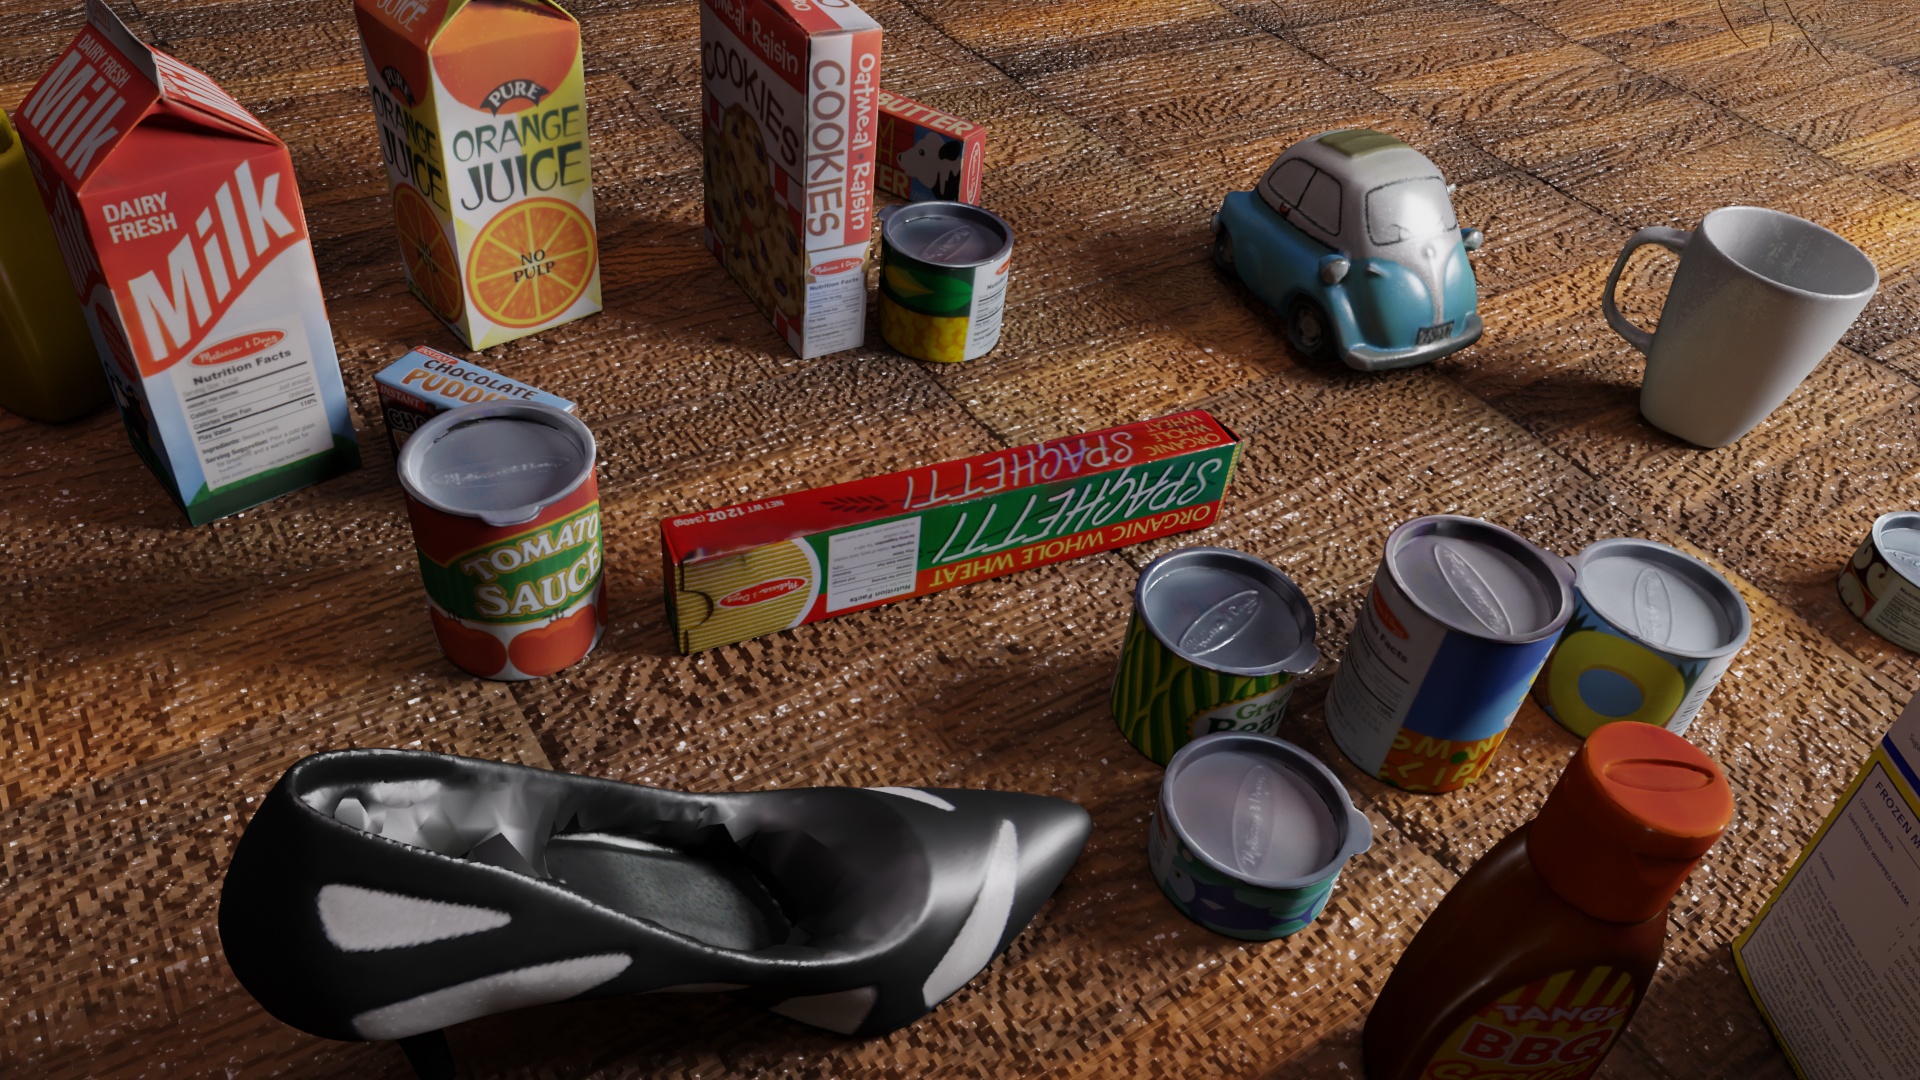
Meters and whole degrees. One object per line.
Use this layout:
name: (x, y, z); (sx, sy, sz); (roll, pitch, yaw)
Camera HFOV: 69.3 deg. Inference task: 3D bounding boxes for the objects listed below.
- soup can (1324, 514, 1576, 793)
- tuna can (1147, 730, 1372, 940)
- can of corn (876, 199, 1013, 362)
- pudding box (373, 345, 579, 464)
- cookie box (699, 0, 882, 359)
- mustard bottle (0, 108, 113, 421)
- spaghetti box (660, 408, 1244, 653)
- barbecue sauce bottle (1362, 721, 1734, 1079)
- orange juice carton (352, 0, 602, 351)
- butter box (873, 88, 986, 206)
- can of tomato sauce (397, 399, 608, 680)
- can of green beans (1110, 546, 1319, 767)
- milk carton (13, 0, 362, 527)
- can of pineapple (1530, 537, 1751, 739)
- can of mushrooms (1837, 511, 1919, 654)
soup can: (0.181, 0.043, 0.516); (0.071, 0.083, 0.072); (4, 41, -4)
tuna can: (0.101, 0.101, 0.476); (0.071, 0.032, 0.071); (4, 41, -4)
can of corn: (-0.011, -0.133, 0.708); (0.071, 0.058, 0.071); (4, 41, -4)
pudding box: (-0.201, -0.045, 0.585); (0.084, 0.049, 0.030); (21, 43, 15)
cookie box: (-0.088, -0.193, 0.682); (0.040, 0.166, 0.123); (-17, 47, -26)
mustard bottle: (-0.392, -0.125, 0.564); (0.065, 0.159, 0.049); (21, 43, 15)
spaghetti box: (0.002, -0.007, 0.572); (0.251, 0.049, 0.029); (-13, 45, -22)
barbecue sauce bottle: (0.162, 0.111, 0.385); (0.065, 0.147, 0.044); (3, 41, -6)
orange juice carton: (-0.221, -0.192, 0.642); (0.073, 0.191, 0.072); (-27, 52, -33)
butter box: (-0.035, -0.233, 0.823); (0.103, 0.052, 0.024); (27, 45, 22)
can of tomato sauce: (-0.165, 0.002, 0.511); (0.071, 0.082, 0.071); (4, 41, -4)
can of green beans: (0.093, 0.045, 0.520); (0.071, 0.057, 0.071); (4, 41, -4)
milk carton: (-0.297, -0.108, 0.535); (0.074, 0.189, 0.072); (-28, 52, -34)
can of pineapple: (0.265, 0.040, 0.551); (0.071, 0.057, 0.071); (4, 41, -4)
can of mushrooms: (0.434, 0.019, 0.620); (0.071, 0.033, 0.071); (4, 41, -4)
